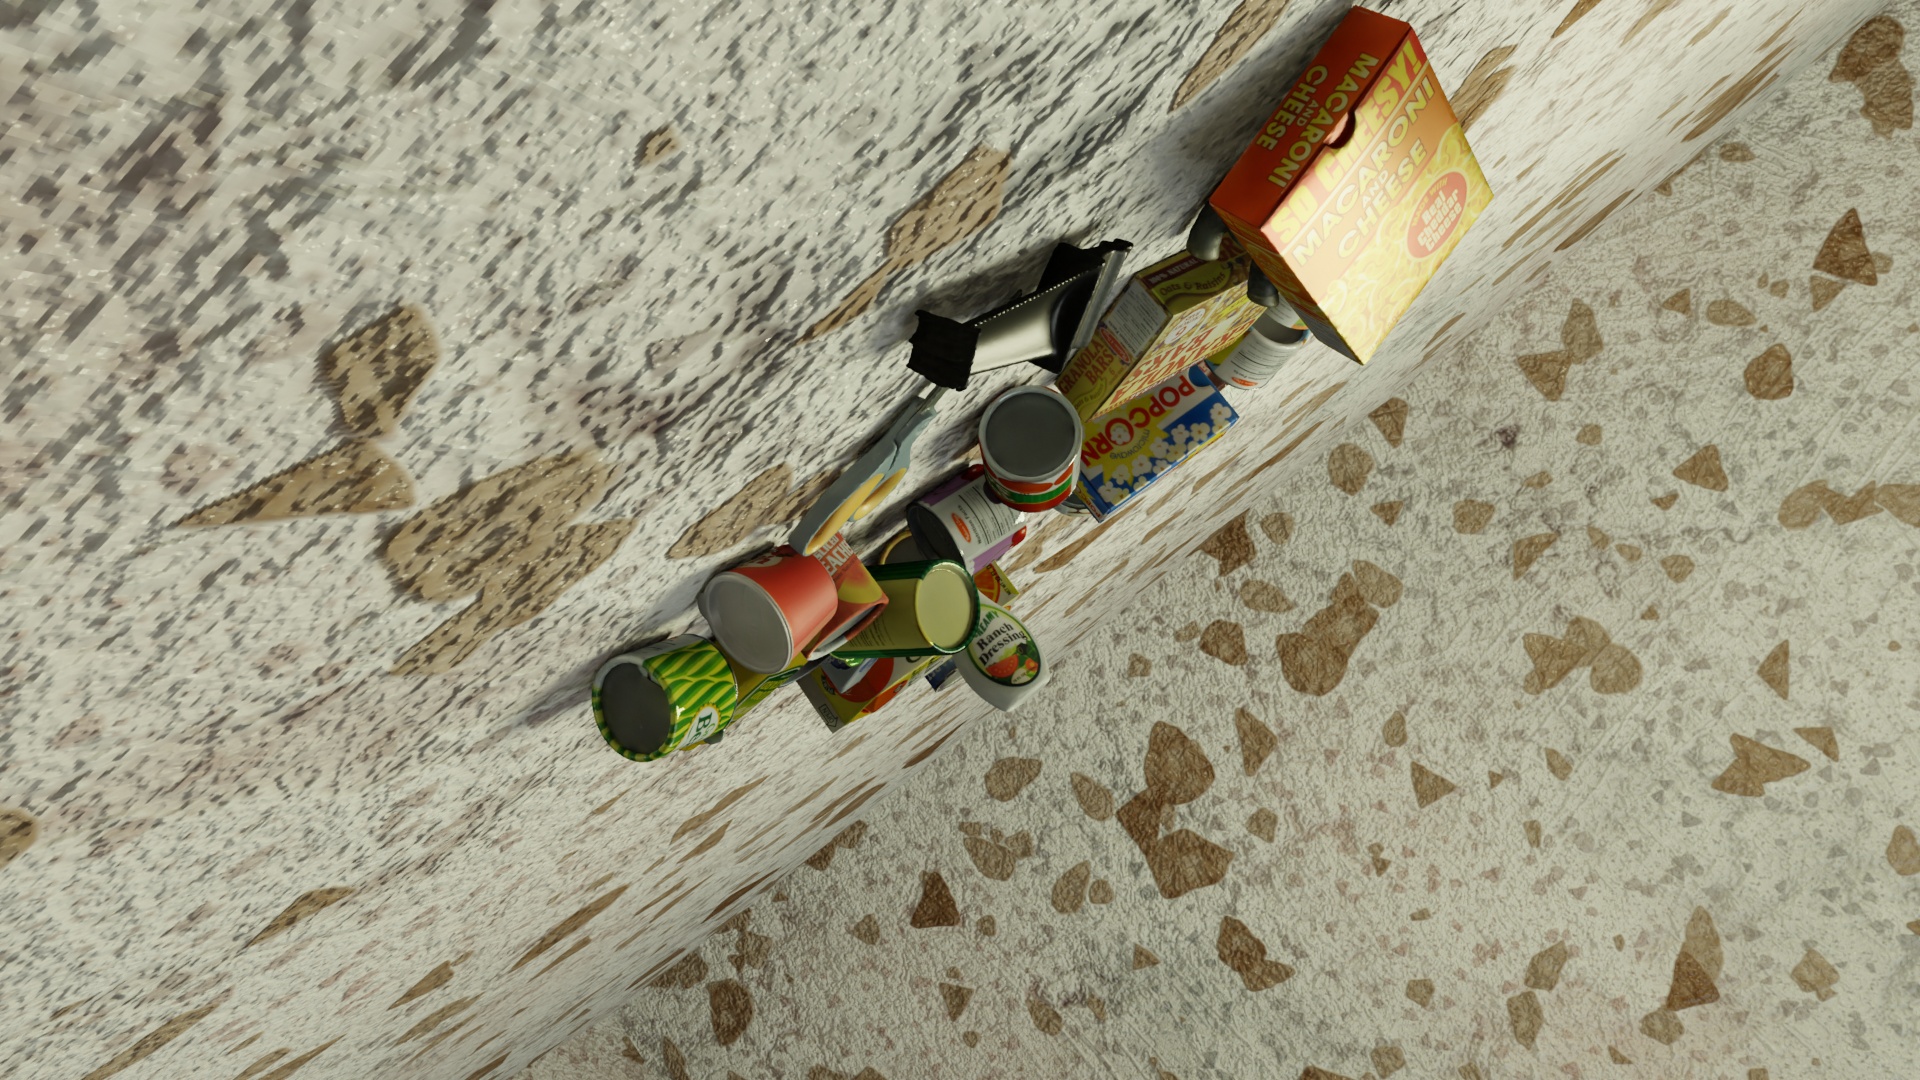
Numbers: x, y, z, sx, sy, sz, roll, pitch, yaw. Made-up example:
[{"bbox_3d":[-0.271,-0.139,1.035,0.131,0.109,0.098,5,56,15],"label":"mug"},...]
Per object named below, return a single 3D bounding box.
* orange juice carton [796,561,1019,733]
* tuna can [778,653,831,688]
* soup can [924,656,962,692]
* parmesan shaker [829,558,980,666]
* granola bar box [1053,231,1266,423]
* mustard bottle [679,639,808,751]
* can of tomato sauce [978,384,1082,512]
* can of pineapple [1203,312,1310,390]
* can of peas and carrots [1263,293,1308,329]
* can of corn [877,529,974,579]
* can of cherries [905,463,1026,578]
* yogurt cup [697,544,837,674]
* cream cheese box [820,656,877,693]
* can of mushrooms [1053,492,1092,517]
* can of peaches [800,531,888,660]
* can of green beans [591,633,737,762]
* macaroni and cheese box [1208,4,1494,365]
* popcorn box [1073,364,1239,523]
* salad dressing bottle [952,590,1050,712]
[{"bbox_3d":[-0.050,0.081,1.178,0.193,0.072,0.072,-34,168,-16],"label":"orange juice carton"},{"bbox_3d":[-0.121,0.079,1.042,0.071,0.033,0.071,-36,169,-8],"label":"tuna can"},{"bbox_3d":[-0.021,0.085,1.254,0.071,0.084,0.071,-36,169,-8],"label":"soup can"},{"bbox_3d":[-0.044,0.051,0.956,0.103,0.071,0.071,-6,-166,43],"label":"parmesan shaker"},{"bbox_3d":[0.154,-0.152,0.932,0.166,0.039,0.123,-30,167,-34],"label":"granola bar box"},{"bbox_3d":[-0.164,0.102,0.956,0.160,0.049,0.065,-41,167,20],"label":"mustard bottle"},{"bbox_3d":[0.044,-0.058,0.908,0.071,0.071,0.083,-37,169,-4],"label":"can of tomato sauce"},{"bbox_3d":[0.226,-0.160,1.070,0.071,0.071,0.057,-30,167,-34],"label":"can of pineapple"},{"bbox_3d":[0.250,-0.194,0.992,0.071,0.071,0.058,-30,168,-35],"label":"can of peas and carrots"},{"bbox_3d":[-0.024,0.025,1.038,0.071,0.071,0.058,-37,169,0],"label":"can of corn"},{"bbox_3d":[0.003,-0.012,0.976,0.058,0.071,0.071,-34,169,-22],"label":"can of cherries"},{"bbox_3d":[-0.110,0.038,0.826,0.054,0.072,0.072,-38,173,-43],"label":"yogurt cup"},{"bbox_3d":[-0.085,0.074,1.085,0.024,0.053,0.103,-32,168,-37],"label":"cream cheese box"},{"bbox_3d":[0.095,-0.054,1.085,0.071,0.071,0.033,-36,170,-8],"label":"can of mushrooms"},{"bbox_3d":[-0.087,0.034,0.895,0.071,0.058,0.071,-35,169,-8],"label":"can of peaches"},{"bbox_3d":[-0.178,0.094,0.834,0.071,0.071,0.058,-43,168,28],"label":"can of green beans"},{"bbox_3d":[0.216,-0.184,0.746,0.123,0.040,0.166,-54,142,5],"label":"macaroni and cheese box"},{"bbox_3d":[0.126,-0.083,1.015,0.127,0.085,0.038,-35,170,-15],"label":"popcorn box"},{"bbox_3d":[0.008,0.063,1.082,0.064,0.148,0.043,-33,167,-24],"label":"salad dressing bottle"}]
